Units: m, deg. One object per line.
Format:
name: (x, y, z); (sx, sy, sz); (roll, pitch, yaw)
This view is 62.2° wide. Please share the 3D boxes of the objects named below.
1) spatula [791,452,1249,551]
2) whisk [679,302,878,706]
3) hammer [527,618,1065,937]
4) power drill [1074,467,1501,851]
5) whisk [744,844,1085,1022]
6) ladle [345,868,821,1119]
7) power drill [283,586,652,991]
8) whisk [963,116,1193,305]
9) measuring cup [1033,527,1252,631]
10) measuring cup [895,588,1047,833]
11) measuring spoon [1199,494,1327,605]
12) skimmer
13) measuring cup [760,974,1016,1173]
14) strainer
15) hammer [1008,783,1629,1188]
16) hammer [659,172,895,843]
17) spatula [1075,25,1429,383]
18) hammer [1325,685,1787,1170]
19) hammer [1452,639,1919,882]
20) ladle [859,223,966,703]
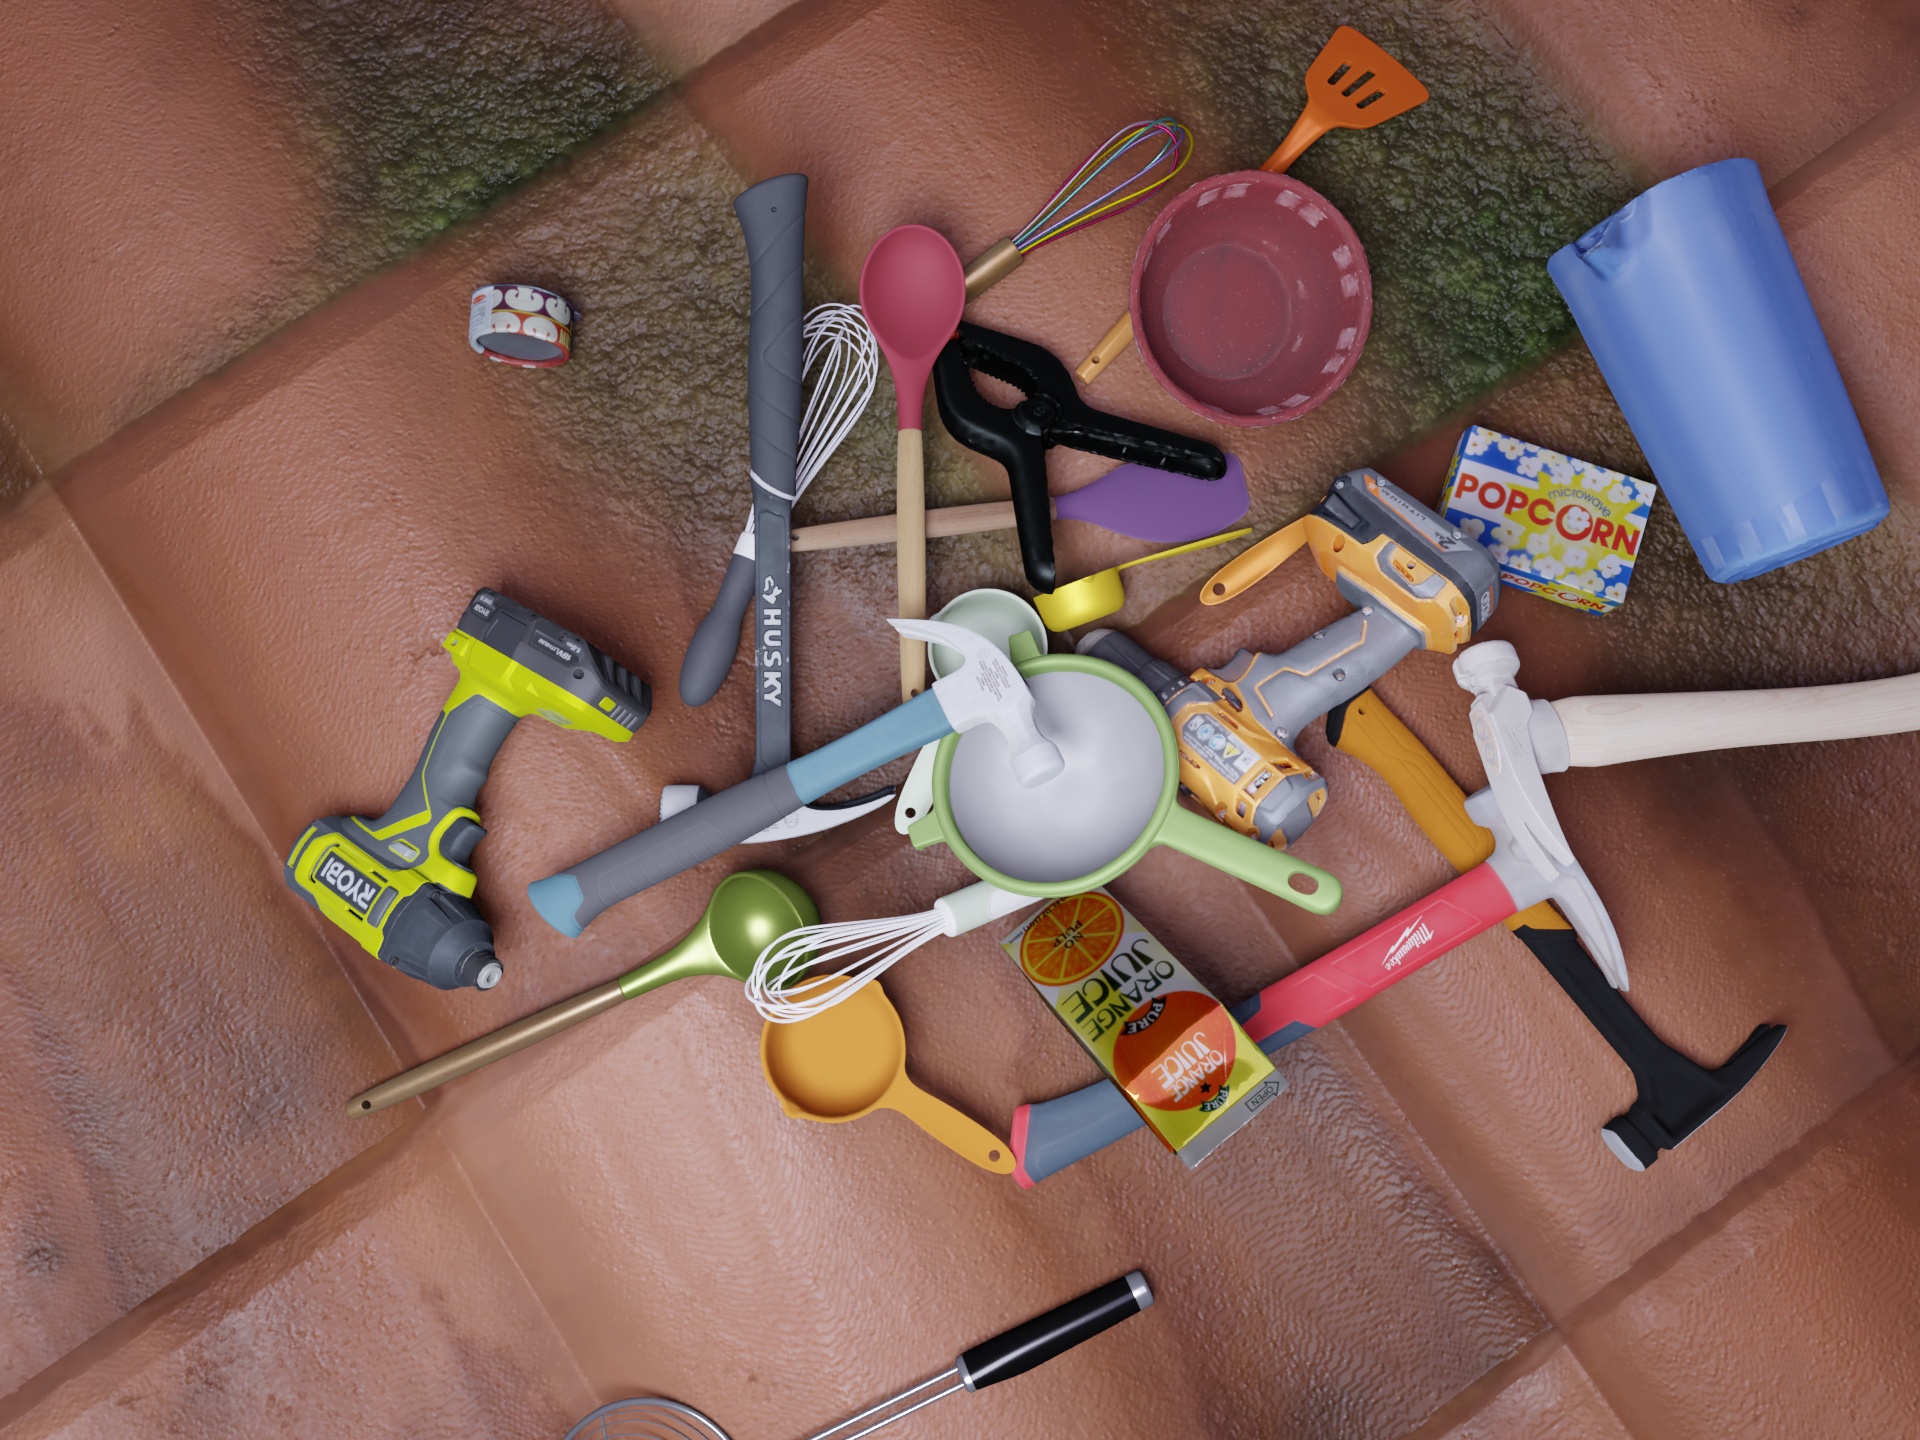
spatula: (0.036, -0.132, 1.031); (0.316, 0.018, 0.060); (-7, 78, -9)
whisk: (-0.122, -0.141, 1.034); (0.070, 0.070, 0.284); (21, 86, 4)
hammer: (-0.110, 0.045, 0.956); (0.331, 0.033, 0.128); (-27, 72, 7)
power drill: (0.197, -0.050, 0.990); (0.226, 0.084, 0.185); (-46, 62, -3)
whisk: (-0.016, 0.122, 0.960); (0.246, 0.059, 0.057); (-20, 115, -24)
ladle: (-0.235, 0.179, 0.981); (0.320, 0.062, 0.078); (-24, 91, -1)
power drill: (-0.294, 0.045, 0.972); (0.171, 0.080, 0.223); (26, 81, 30)
whisk: (0.055, -0.328, 1.070); (0.245, 0.051, 0.047); (-37, 88, -2)
measuring cup: (0.123, -0.091, 1.029); (0.156, 0.062, 0.029); (-18, 92, -13)
measuring cup: (-0.002, -0.003, 1.019); (0.083, 0.038, 0.167); (25, 85, 4)
measuring spoon: (0.205, -0.111, 1.048); (0.117, 0.011, 0.021); (-35, 91, -2)
skimmer: (-0.057, 0.398, 0.923); (0.363, 0.090, 0.127); (-24, 50, -6)
measuring cup: (-0.041, 0.223, 0.973); (0.173, 0.052, 0.095); (33, 82, 4)
strainer: (0.107, 0.059, 0.946); (0.256, 0.069, 0.151); (24, 79, 23)
hammer: (0.206, 0.189, 0.963); (0.386, 0.038, 0.143); (-30, 83, 2)
hammer: (-0.111, -0.124, 0.981); (0.149, 0.036, 0.409); (1, 99, -3)
spatula: (0.190, -0.347, 1.082); (0.081, 0.041, 0.322); (42, 87, 7)
hammer: (0.356, 0.109, 0.995); (0.127, 0.034, 0.337); (-39, 82, -5)
hammer: (0.512, 0.004, 0.969); (0.410, 0.038, 0.146); (-6, 62, -10)
ladle: (-0.030, -0.157, 1.004); (0.069, 0.031, 0.315); (1, 82, -9)
